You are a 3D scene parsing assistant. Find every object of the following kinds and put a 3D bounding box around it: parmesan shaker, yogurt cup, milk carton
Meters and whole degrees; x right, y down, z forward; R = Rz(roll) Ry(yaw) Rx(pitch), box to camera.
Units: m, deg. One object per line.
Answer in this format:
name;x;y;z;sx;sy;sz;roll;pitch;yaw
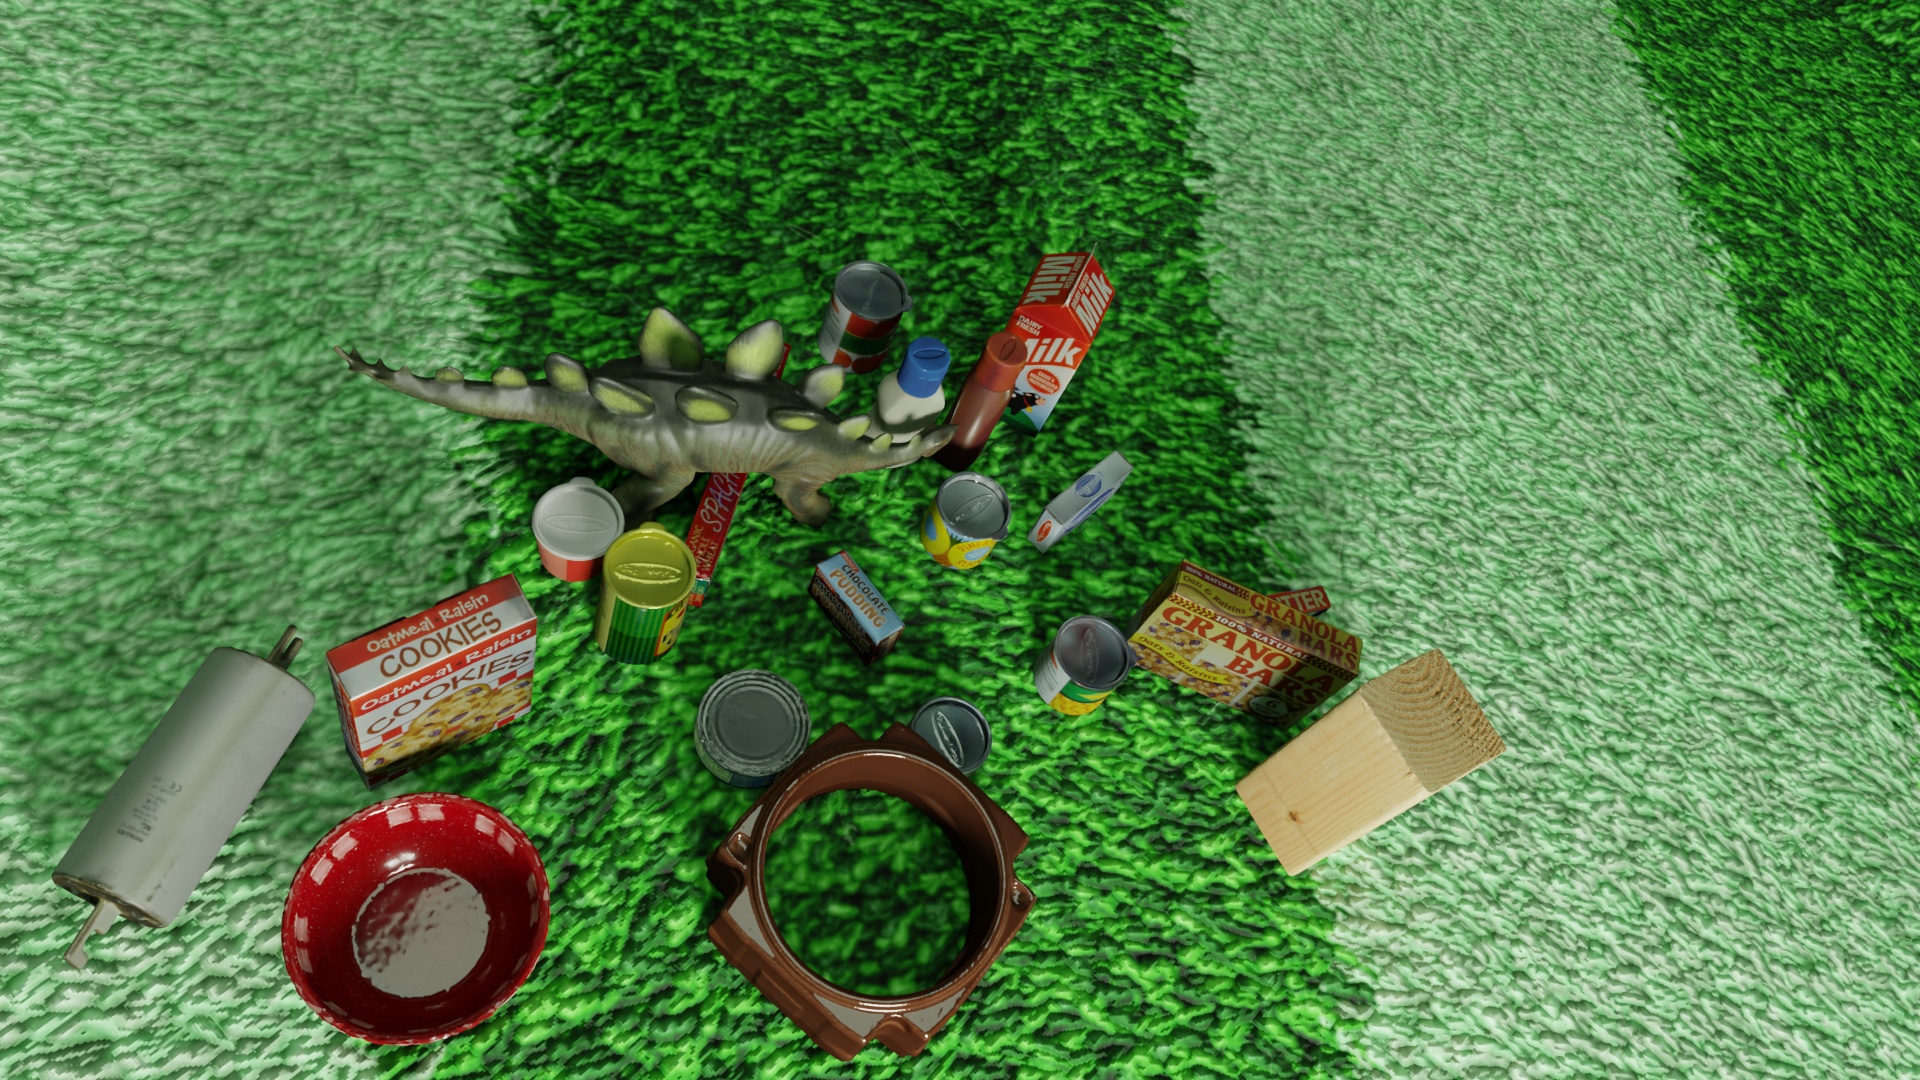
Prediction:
parmesan shaker;-0.238;0.041;1.042;0.071;0.102;0.071;9;59;-14
yogurt cup;-0.298;-0.004;1.078;0.072;0.053;0.073;8;59;-14
milk carton;0.076;-0.181;1.227;0.073;0.189;0.073;27;56;-2

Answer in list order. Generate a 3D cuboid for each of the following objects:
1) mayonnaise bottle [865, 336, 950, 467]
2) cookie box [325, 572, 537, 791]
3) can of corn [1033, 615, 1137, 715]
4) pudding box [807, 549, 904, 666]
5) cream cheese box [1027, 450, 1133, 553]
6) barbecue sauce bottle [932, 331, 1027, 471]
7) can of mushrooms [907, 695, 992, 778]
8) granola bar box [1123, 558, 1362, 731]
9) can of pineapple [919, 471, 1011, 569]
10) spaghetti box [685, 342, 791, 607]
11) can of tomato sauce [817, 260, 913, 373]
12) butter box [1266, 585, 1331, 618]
mayonnaise bottle;-0.045;-0.115;1.173;0.065;0.147;0.041;-8;64;-23
cookie box;-0.352;0.096;0.933;0.123;0.166;0.040;-27;73;-30
can of corn;0.102;0.104;1.148;0.071;0.058;0.071;8;59;-14
pudding box;-0.084;0.054;1.119;0.030;0.049;0.084;-31;74;-31
cream cheese box;0.106;-0.035;1.234;0.024;0.053;0.104;46;57;10
barbecue sauce bottle;0.019;-0.122;1.198;0.044;0.147;0.065;31;56;0
can of mushrooms;-0.013;0.159;1.092;0.071;0.033;0.071;8;59;-14
granola bar box;0.231;0.089;1.161;0.165;0.123;0.039;24;56;-4
can of pineapple;0.004;-0.015;1.185;0.071;0.057;0.071;8;59;-14
spaghetti box;-0.189;-0.061;1.151;0.029;0.050;0.251;18;57;-8
can of tomato sauce;-0.087;-0.199;1.247;0.071;0.082;0.071;8;59;-14
butter box;0.271;0.068;1.230;0.104;0.053;0.024;-8;64;-23
